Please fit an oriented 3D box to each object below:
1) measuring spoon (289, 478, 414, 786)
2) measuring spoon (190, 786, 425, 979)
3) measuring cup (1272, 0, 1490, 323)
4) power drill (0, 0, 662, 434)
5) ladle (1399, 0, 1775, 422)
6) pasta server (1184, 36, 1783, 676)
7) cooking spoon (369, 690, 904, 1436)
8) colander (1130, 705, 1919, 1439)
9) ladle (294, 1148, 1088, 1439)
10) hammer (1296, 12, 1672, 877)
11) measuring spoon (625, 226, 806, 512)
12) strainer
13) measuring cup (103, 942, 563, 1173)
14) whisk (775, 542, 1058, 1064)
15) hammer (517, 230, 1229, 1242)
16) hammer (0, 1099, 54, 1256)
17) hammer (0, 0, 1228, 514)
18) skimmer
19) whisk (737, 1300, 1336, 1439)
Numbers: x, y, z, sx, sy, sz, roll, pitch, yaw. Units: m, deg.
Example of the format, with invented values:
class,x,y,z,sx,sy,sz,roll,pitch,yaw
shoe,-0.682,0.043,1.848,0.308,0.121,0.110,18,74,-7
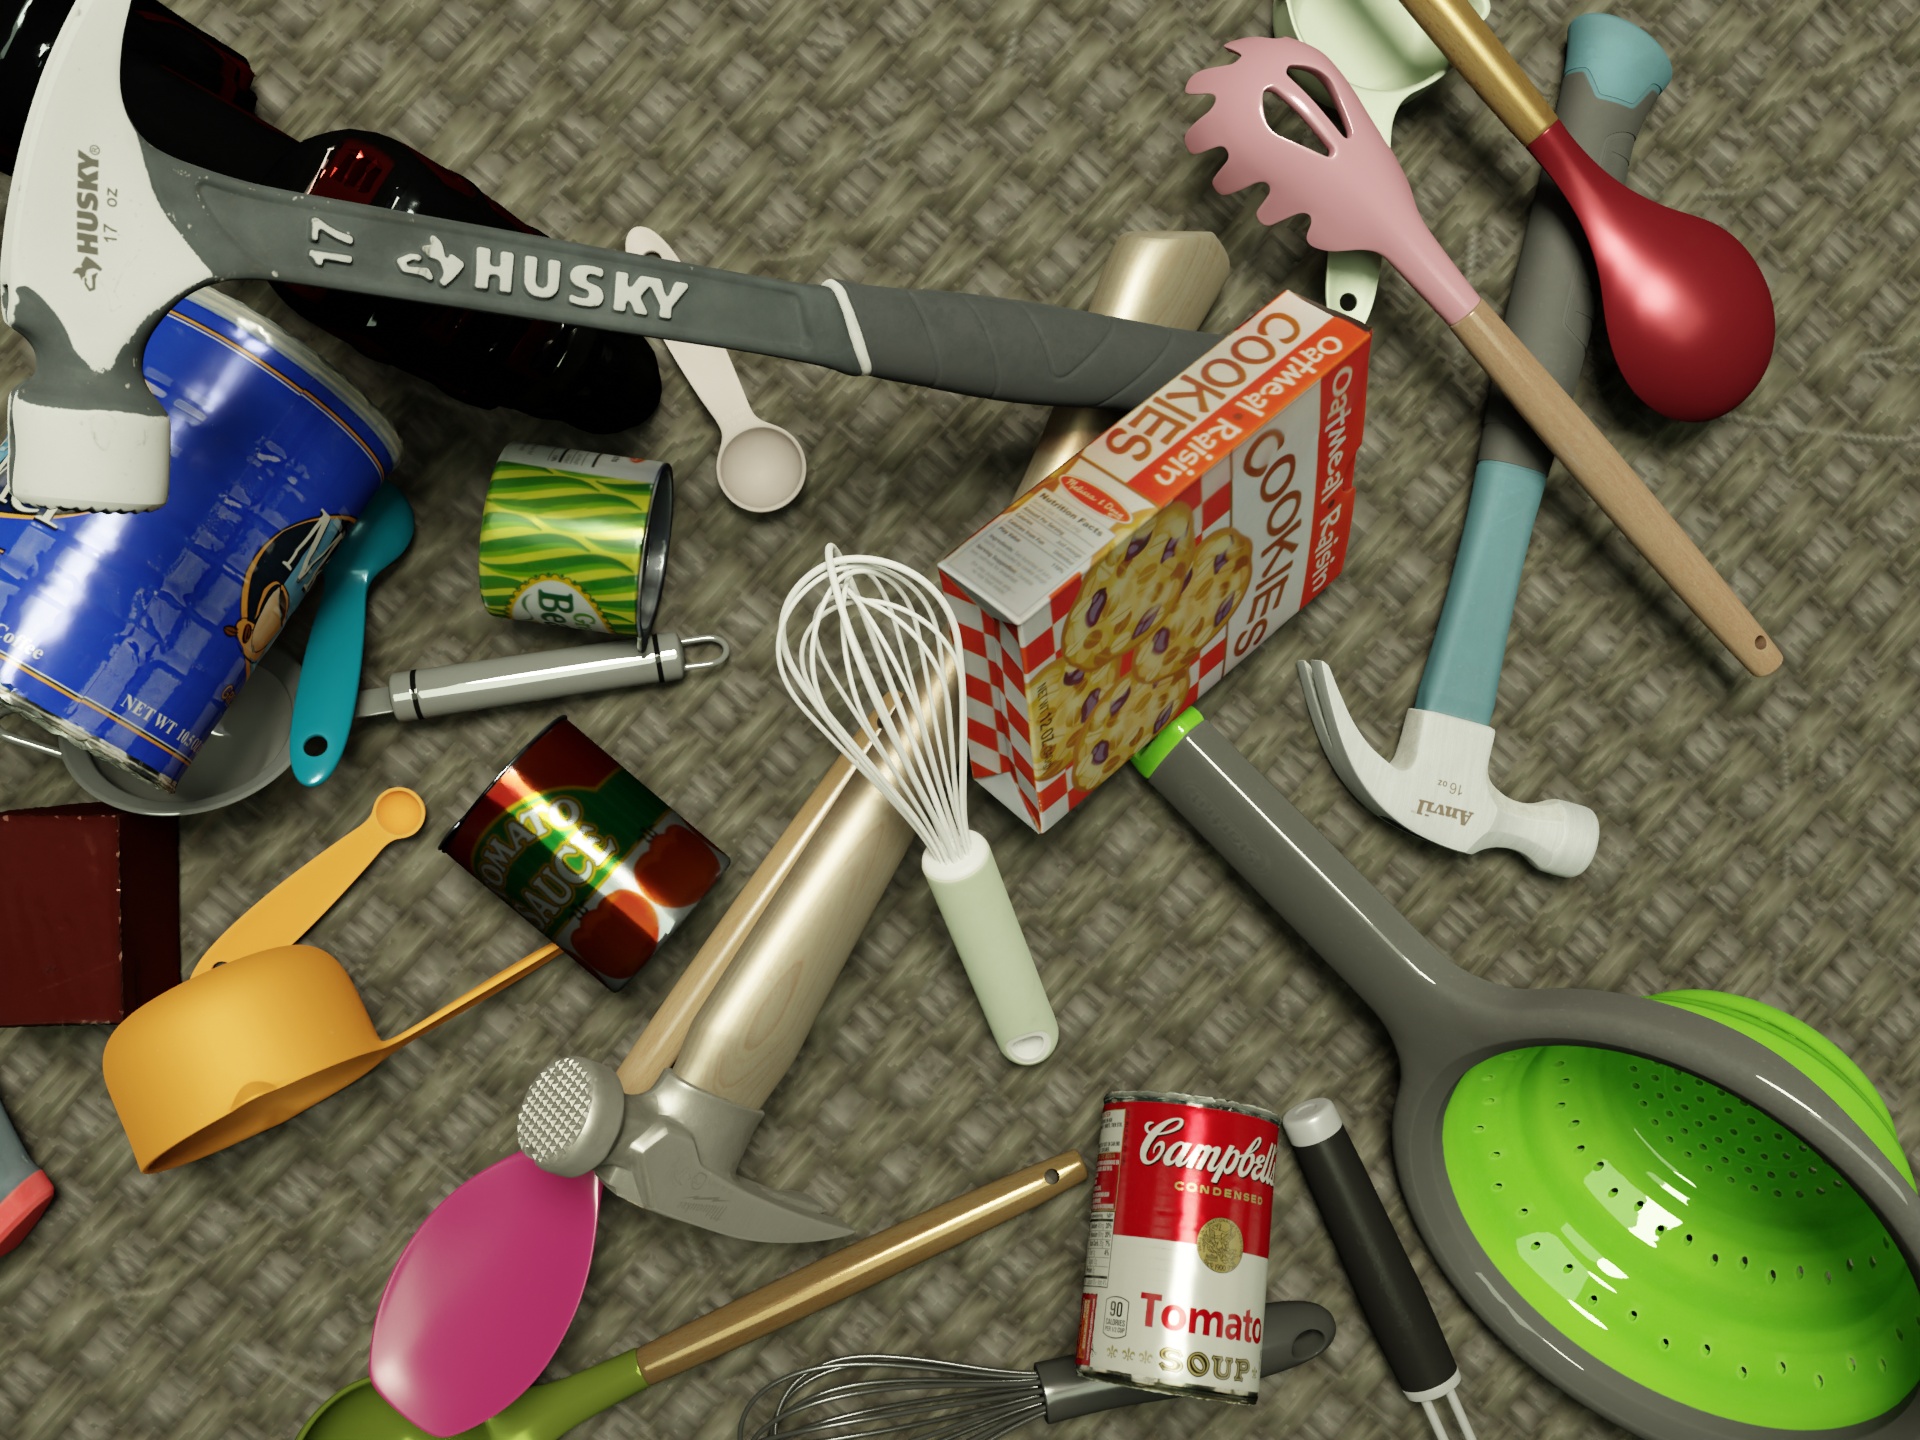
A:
class,x,y,z,sx,sy,sz,roll,pitch,yaw
measuring spoon,-0.227,-0.038,0.576,0.042,0.021,0.129,3,65,-8
measuring spoon,-0.250,0.067,0.611,0.117,0.011,0.021,-42,93,1
measuring cup,0.154,-0.230,0.620,0.083,0.038,0.167,5,93,-5
power drill,-0.217,-0.171,0.544,0.227,0.188,0.080,30,94,14
ladle,0.200,-0.239,0.592,0.069,0.031,0.315,-43,95,-4
pasta server,0.204,-0.132,0.599,0.060,0.040,0.316,-45,99,-2
cooking spoon,-0.111,0.120,0.597,0.069,0.017,0.319,33,81,12
colander,0.217,0.110,0.602,0.397,0.204,0.094,47,53,11
ladle,-0.097,0.234,0.602,0.320,0.062,0.078,-23,74,-6
hammer,0.223,-0.112,0.630,0.128,0.033,0.331,14,90,-6
measuring spoon,-0.097,-0.135,0.617,0.034,0.018,0.124,-28,86,-3
strainer,-0.215,-0.005,0.595,0.258,0.050,0.087,-9,53,-9
measuring cup,-0.224,0.100,0.586,0.173,0.095,0.052,-28,82,-23
whisk,-0.005,0.041,0.555,0.058,0.059,0.246,-18,128,3
hammer,-0.001,-0.002,0.596,0.146,0.038,0.411,37,79,-43
hammer,-0.425,0.019,0.581,0.143,0.038,0.386,-14,92,-3
hammer,-0.052,-0.126,0.481,0.408,0.036,0.149,-1,102,-36
skimmer,0.216,0.319,0.607,0.127,0.090,0.363,-25,92,-2
whisk,0.033,0.258,0.619,0.239,0.055,0.055,-9,92,-8
